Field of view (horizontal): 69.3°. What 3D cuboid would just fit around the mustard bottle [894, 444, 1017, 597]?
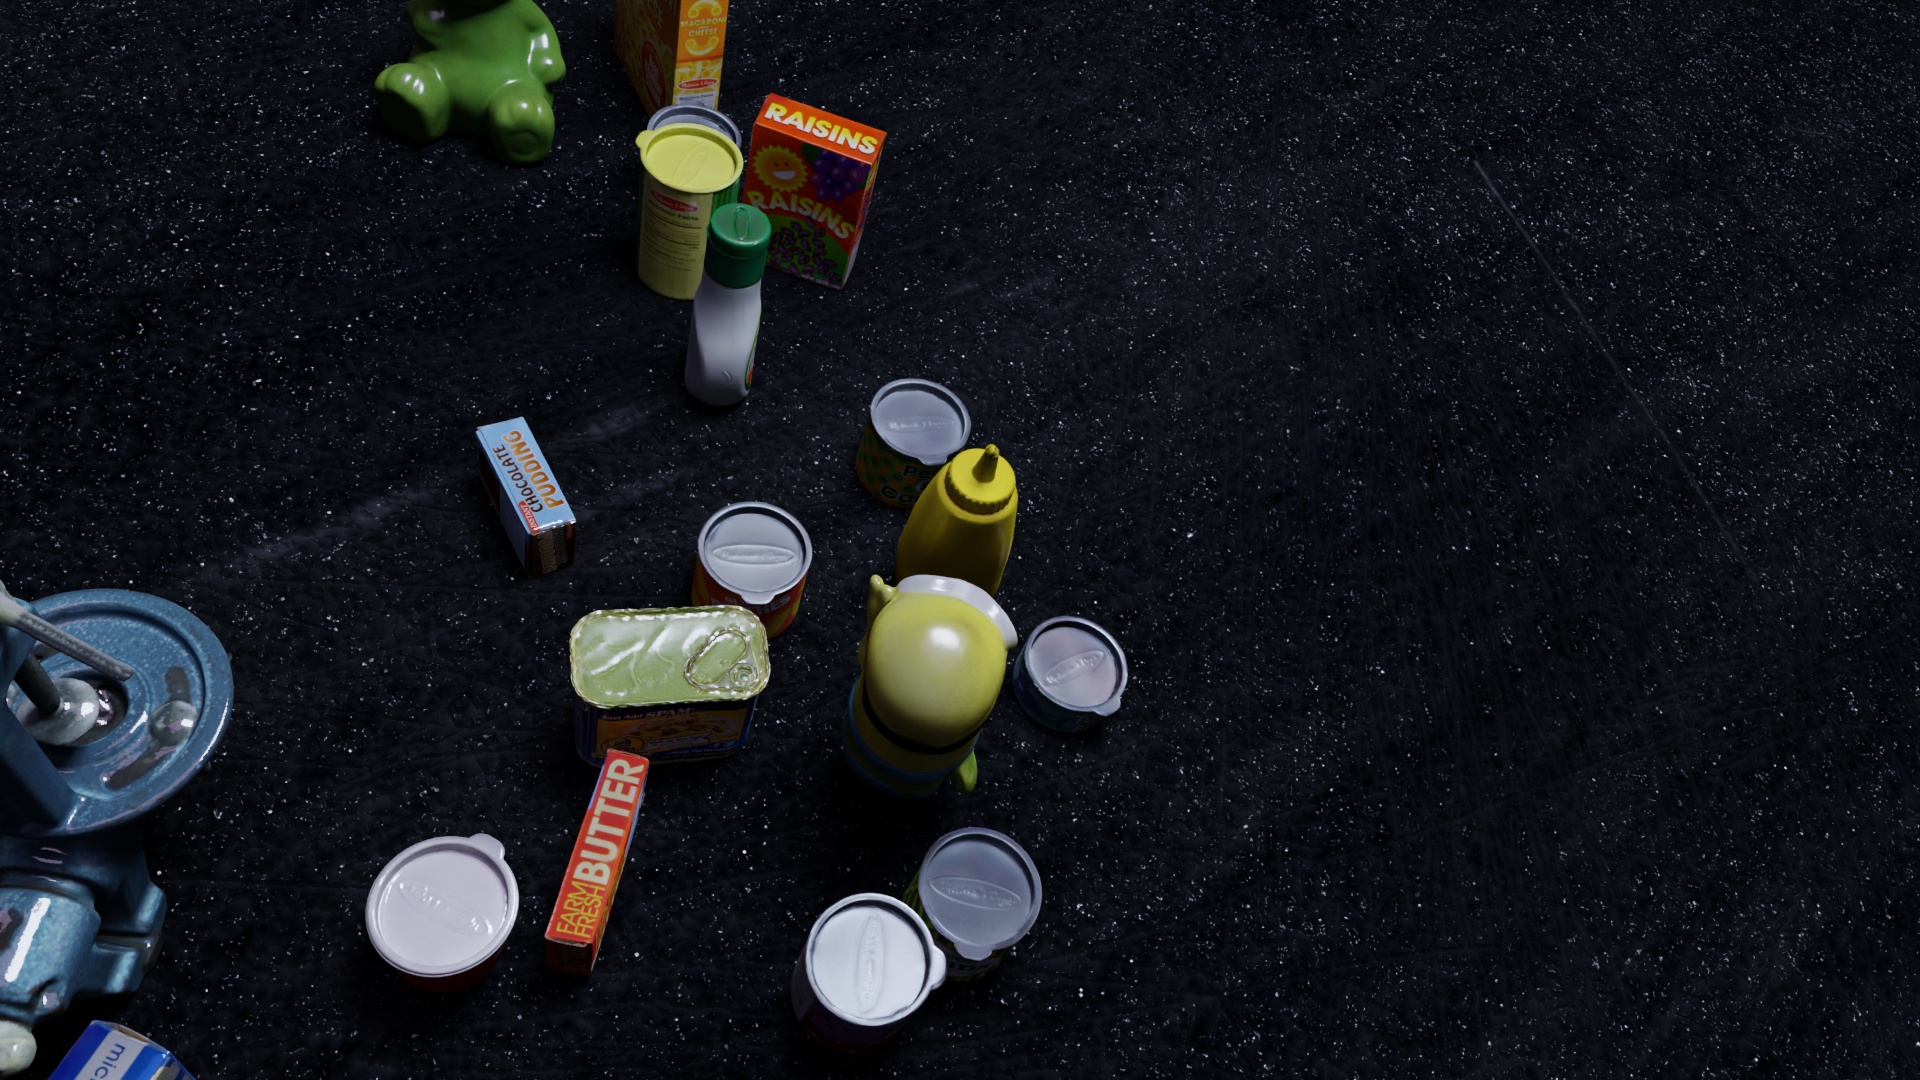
[{"bbox_3d":[0.003,-0.010,0.822,0.065,0.159,0.049,4,56,-14],"label":"mustard bottle"}]

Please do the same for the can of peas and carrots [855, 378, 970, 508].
[{"bbox_3d":[-0.031,-0.061,0.911,0.071,0.058,0.071,8,54,-11],"label":"can of peas and carrots"}]

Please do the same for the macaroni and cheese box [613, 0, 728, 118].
[{"bbox_3d":[-0.214,-0.394,1.022,0.040,0.165,0.124,-17,63,-26],"label":"macaroni and cheese box"}]

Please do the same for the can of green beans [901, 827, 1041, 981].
[{"bbox_3d":[0.004,0.195,0.743,0.071,0.057,0.071,8,54,-11],"label":"can of green beans"}]

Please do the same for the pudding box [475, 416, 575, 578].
[{"bbox_3d":[-0.259,-0.026,0.825,0.030,0.049,0.084,-21,64,-28],"label":"pudding box"}]

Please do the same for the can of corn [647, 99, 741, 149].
[{"bbox_3d":[-0.196,-0.275,1.012,0.071,0.058,0.071,8,54,-11],"label":"can of corn"}]

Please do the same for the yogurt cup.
[{"bbox_3d":[-0.251,0.186,0.677,0.072,0.053,0.073,8,54,-11],"label":"yogurt cup"}]

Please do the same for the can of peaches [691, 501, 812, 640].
[{"bbox_3d":[-0.125,0.022,0.826,0.071,0.057,0.071,8,54,-11],"label":"can of peaches"}]

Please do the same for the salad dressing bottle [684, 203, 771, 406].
[{"bbox_3d":[-0.148,-0.148,0.881,0.044,0.146,0.064,4,56,-14],"label":"salad dressing bottle"}]

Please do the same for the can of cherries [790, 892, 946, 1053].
[{"bbox_3d":[-0.048,0.223,0.708,0.071,0.058,0.072,8,54,-11],"label":"can of cherries"}]

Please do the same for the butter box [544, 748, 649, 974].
[{"bbox_3d":[-0.186,0.165,0.712,0.024,0.052,0.104,15,53,-6],"label":"butter box"}]

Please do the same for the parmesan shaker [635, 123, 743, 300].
[{"bbox_3d":[-0.190,-0.224,0.950,0.071,0.102,0.071,8,55,-11],"label":"parmesan shaker"}]

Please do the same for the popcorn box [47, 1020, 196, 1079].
[{"bbox_3d":[-0.368,0.270,0.564,0.038,0.084,0.127,24,53,0],"label":"popcorn box"}]

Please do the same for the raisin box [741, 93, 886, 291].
[{"bbox_3d":[-0.107,-0.242,0.975,0.086,0.122,0.040,19,53,-3],"label":"raisin box"}]

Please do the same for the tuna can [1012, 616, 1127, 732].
[{"bbox_3d":[0.068,0.085,0.855,0.071,0.032,0.071,8,54,-11],"label":"tuna can"}]
